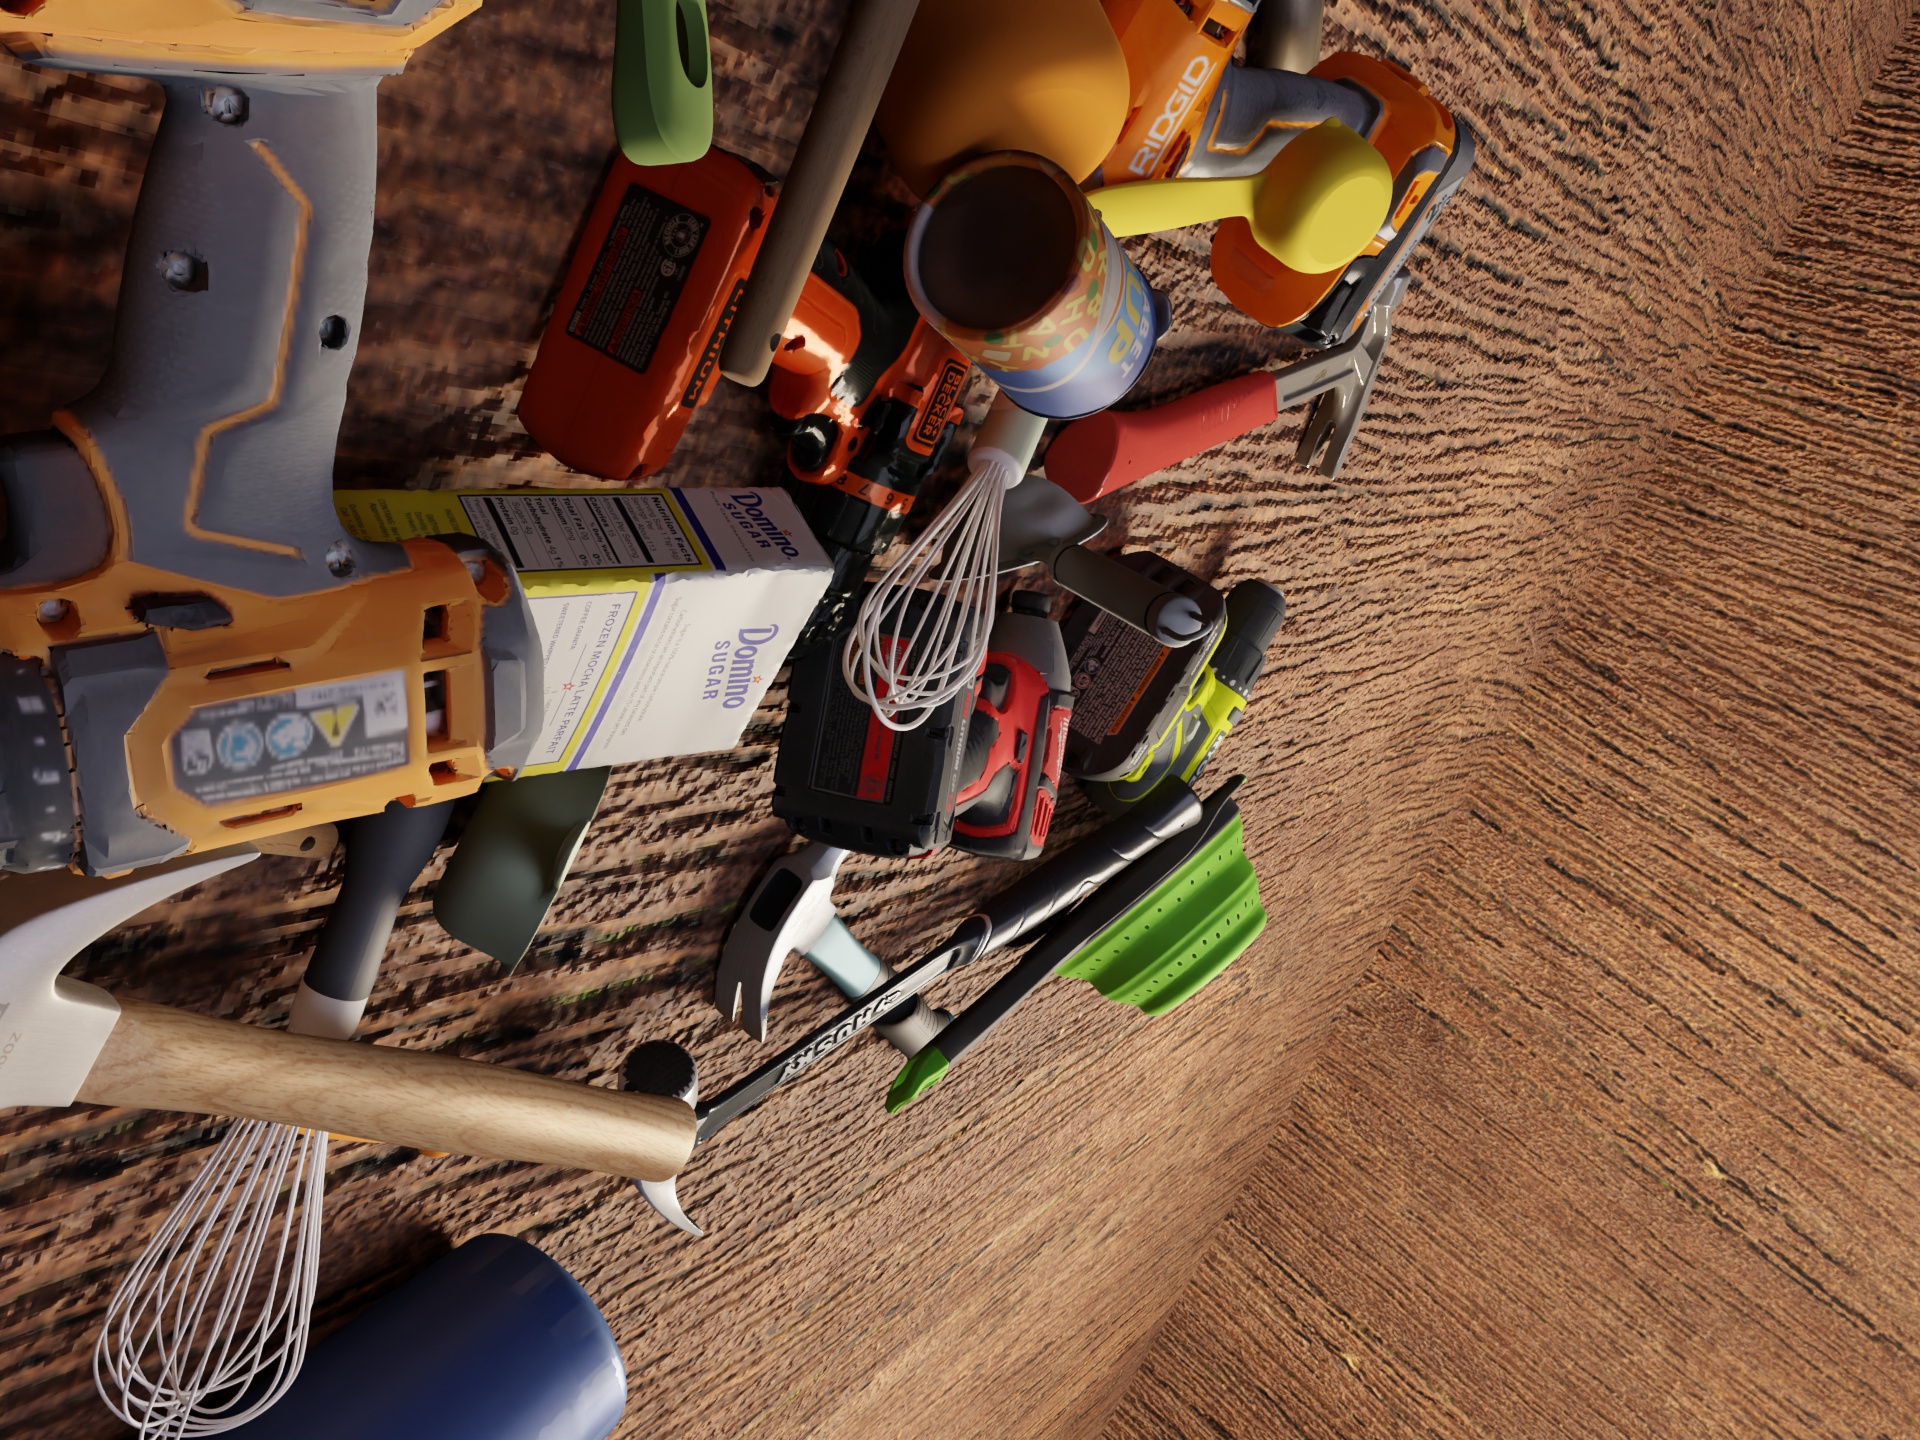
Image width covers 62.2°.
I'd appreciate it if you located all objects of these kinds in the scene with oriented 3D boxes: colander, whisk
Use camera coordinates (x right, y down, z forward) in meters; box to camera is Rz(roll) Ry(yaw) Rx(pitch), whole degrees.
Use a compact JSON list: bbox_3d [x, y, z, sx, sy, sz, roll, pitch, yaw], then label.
[{"bbox_3d":[0.099,0.171,1.058,0.397,0.094,0.204,-33,171,-46],"label":"colander"},{"bbox_3d":[0.011,-0.100,0.661,0.059,0.058,0.246,58,45,-45],"label":"whisk"},{"bbox_3d":[-0.228,0.126,0.546,0.070,0.070,0.284,8,107,-63],"label":"whisk"}]

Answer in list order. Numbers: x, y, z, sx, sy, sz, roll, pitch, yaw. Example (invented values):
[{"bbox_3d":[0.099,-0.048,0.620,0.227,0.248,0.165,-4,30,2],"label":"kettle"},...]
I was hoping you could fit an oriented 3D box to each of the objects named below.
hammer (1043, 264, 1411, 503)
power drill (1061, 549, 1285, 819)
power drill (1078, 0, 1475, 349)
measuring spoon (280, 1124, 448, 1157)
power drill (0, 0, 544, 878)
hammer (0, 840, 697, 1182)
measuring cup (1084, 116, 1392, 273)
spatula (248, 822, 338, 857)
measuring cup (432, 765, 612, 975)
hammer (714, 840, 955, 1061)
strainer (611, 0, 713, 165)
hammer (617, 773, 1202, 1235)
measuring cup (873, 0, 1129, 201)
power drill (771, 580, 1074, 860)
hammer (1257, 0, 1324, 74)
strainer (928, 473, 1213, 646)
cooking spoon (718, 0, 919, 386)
[{"bbox_3d":[0.160,-0.175,0.929,0.359,0.037,0.149,-30,143,-47],"label":"hammer"},{"bbox_3d":[0.133,-0.026,1.009,0.190,0.080,0.228,-57,159,2],"label":"power drill"},{"bbox_3d":[0.108,-0.230,0.678,0.226,0.084,0.164,1,131,-48],"label":"power drill"},{"bbox_3d":[-0.230,0.160,0.626,0.021,0.011,0.116,-54,155,-8],"label":"measuring spoon"},{"bbox_3d":[-0.177,-0.072,0.308,0.185,0.084,0.226,-14,119,-38],"label":"power drill"},{"bbox_3d":[-0.188,0.121,0.524,0.130,0.031,0.331,-63,149,-6],"label":"hammer"},{"bbox_3d":[0.107,-0.197,0.619,0.156,0.029,0.062,-16,141,-30],"label":"measuring cup"},{"bbox_3d":[-0.254,0.013,0.371,0.082,0.044,0.317,-56,157,2],"label":"spatula"},{"bbox_3d":[-0.145,0.039,0.520,0.083,0.038,0.167,-67,-168,-14],"label":"measuring cup"},{"bbox_3d":[-0.053,0.150,0.920,0.128,0.033,0.330,-53,155,-12],"label":"hammer"},{"bbox_3d":[-0.084,-0.232,0.291,0.151,0.069,0.256,-26,115,-70],"label":"strainer"},{"bbox_3d":[-0.008,0.132,0.859,0.409,0.036,0.149,-29,146,-34],"label":"hammer"},{"bbox_3d":[0.034,-0.231,0.512,0.095,0.052,0.173,-9,160,-34],"label":"measuring cup"},{"bbox_3d":[-0.001,-0.002,0.770,0.219,0.078,0.143,8,92,-69],"label":"power drill"},{"bbox_3d":[0.155,-0.356,0.708,0.146,0.038,0.410,-49,155,-21],"label":"hammer"},{"bbox_3d":[0.045,-0.069,0.668,0.087,0.259,0.050,-22,113,-11],"label":"strainer"},{"bbox_3d":[-0.008,-0.248,0.469,0.068,0.017,0.319,35,76,-78],"label":"cooking spoon"}]
